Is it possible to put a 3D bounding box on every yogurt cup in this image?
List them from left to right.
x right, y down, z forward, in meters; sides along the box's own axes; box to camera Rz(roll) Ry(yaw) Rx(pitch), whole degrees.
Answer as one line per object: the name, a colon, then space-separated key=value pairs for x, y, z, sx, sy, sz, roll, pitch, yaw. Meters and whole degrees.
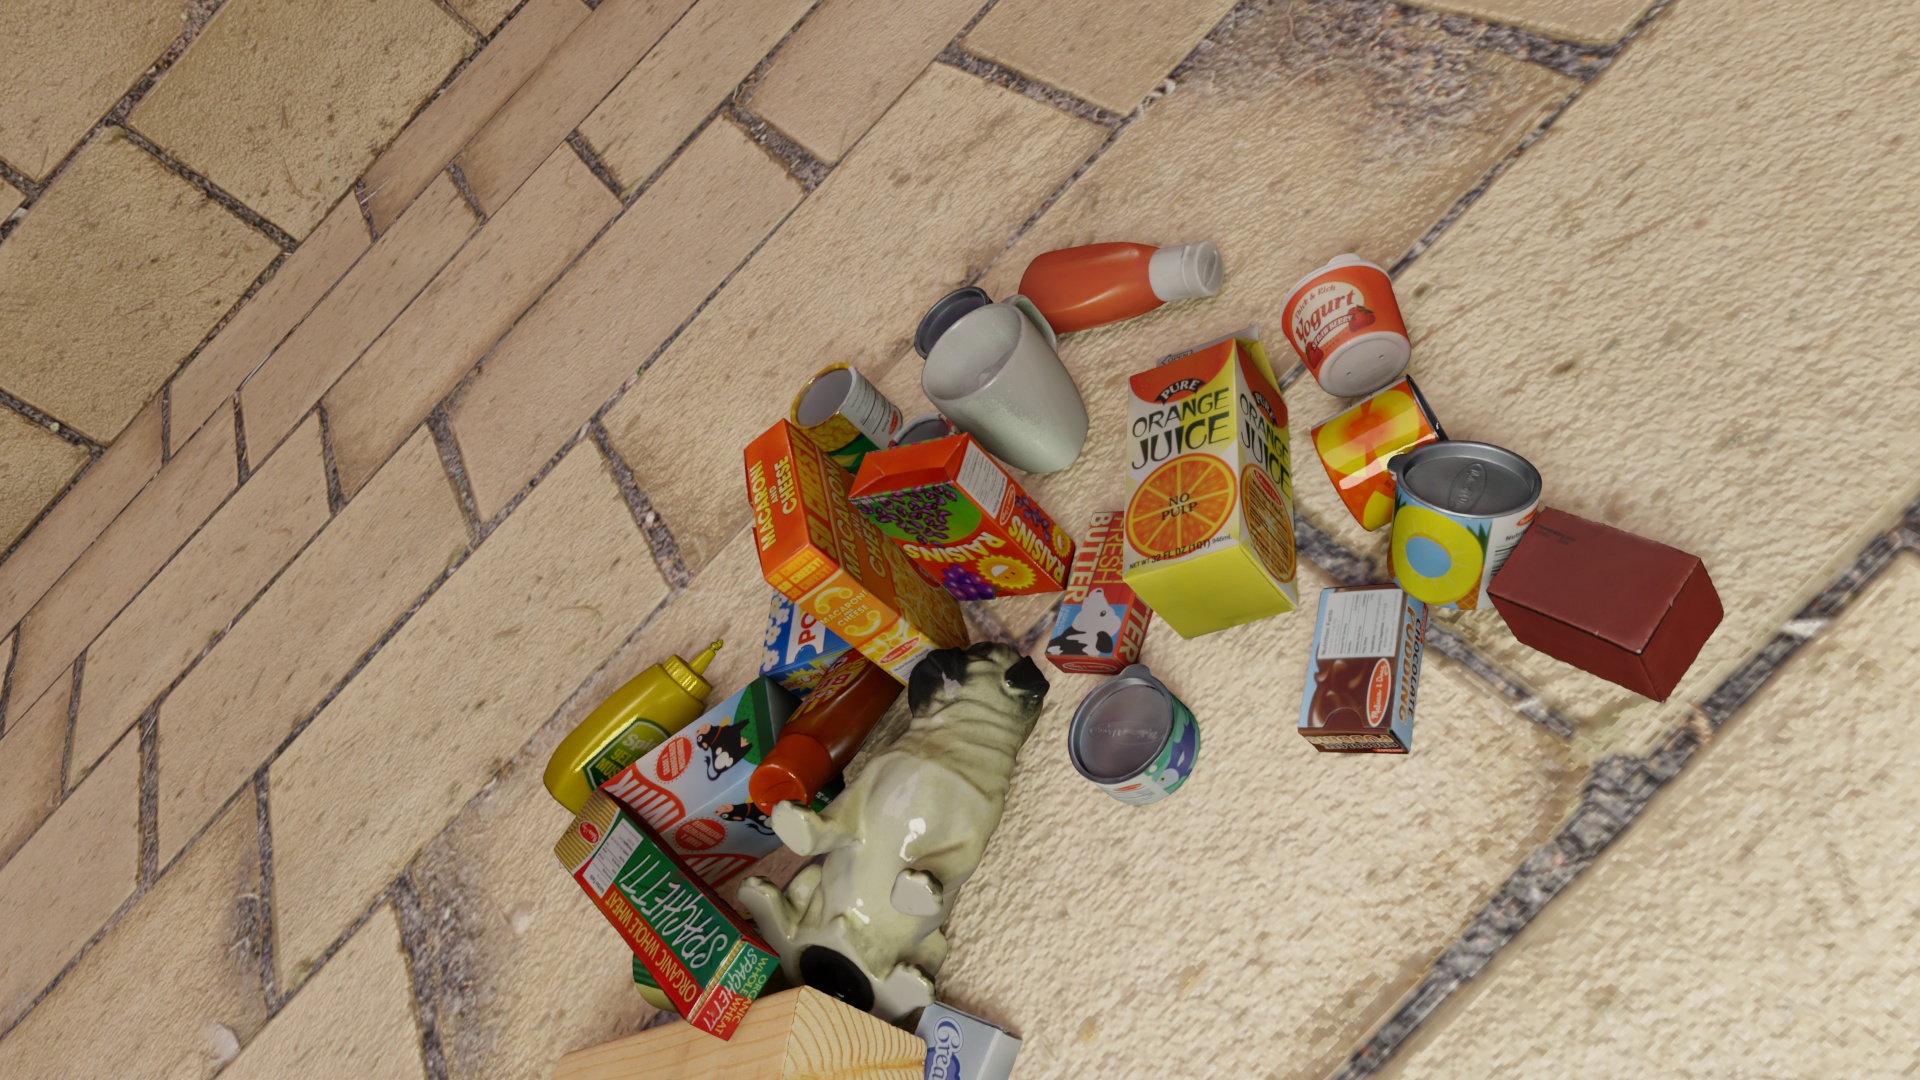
yogurt cup: x=0.225 y=-0.120 z=0.803 sx=0.072 sy=0.072 sz=0.054 roll=-30 pitch=51 yaw=21

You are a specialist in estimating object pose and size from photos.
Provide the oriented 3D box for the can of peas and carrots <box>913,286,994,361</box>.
can of peas and carrots: x=0.010 y=-0.141 z=1.017 sx=0.071 sy=0.058 sz=0.071 roll=-24 pitch=46 yaw=27

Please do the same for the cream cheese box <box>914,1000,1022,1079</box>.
cream cheese box: x=-0.012 y=0.292 z=0.706 sx=0.053 sy=0.024 sz=0.104 roll=5 pitch=62 yaw=44

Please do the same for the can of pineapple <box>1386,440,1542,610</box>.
can of pineapple: x=0.242 y=-0.008 z=0.677 sx=0.071 sy=0.057 sz=0.071 roll=-3 pitch=35 yaw=2

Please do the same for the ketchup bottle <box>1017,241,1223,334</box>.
ketchup bottle: x=0.110 y=-0.181 z=0.971 sx=0.148 sy=0.043 sz=0.065 roll=-1 pitch=59 yaw=42

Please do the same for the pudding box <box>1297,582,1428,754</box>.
pudding box: x=0.202 y=0.064 z=0.696 sx=0.049 sy=0.030 sz=0.084 roll=-6 pitch=55 yaw=38

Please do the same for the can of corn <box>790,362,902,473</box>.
can of corn: x=-0.090 y=-0.094 z=1.069 sx=0.071 sy=0.058 sz=0.071 roll=-24 pitch=45 yaw=26

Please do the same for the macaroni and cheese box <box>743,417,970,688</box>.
macaroni and cheese box: x=-0.062 y=0.016 z=0.868 sx=0.040 sy=0.166 sz=0.124 roll=-36 pitch=40 yaw=16

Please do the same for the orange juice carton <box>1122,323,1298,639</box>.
orange juice carton: x=0.144 y=-0.046 z=0.806 sx=0.071 sy=0.073 sz=0.194 roll=-19 pitch=47 yaw=31

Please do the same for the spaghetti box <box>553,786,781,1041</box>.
spaghetti box: x=-0.171 y=0.200 z=0.776 sx=0.050 sy=0.028 sz=0.250 roll=-56 pitch=31 yaw=-11

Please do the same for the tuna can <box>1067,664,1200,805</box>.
tuna can: x=0.095 y=0.106 z=0.756 sx=0.071 sy=0.032 sz=0.071 roll=-24 pitch=45 yaw=26

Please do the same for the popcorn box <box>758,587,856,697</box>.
popcorn box: x=-0.091 y=0.041 z=0.974 sx=0.085 sy=0.038 sz=0.127 roll=-20 pitch=46 yaw=28

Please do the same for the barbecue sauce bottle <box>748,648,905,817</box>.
barbecue sauce bottle: x=-0.081 y=0.115 z=0.844 sx=0.064 sy=0.043 sz=0.149 roll=-31 pitch=9 yaw=26

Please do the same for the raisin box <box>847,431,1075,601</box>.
raisin box: x=0.003 y=-0.011 z=0.865 sx=0.086 sy=0.123 sz=0.040 roll=-9 pitch=52 yaw=38

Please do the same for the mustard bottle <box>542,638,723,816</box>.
mustard bottle: x=-0.228 y=0.131 z=1.006 sx=0.160 sy=0.065 sz=0.049 roll=-48 pitch=35 yaw=-7

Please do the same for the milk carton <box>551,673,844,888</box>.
milk carton: x=-0.174 y=0.177 z=0.909 sx=0.190 sy=0.072 sz=0.074 roll=-35 pitch=41 yaw=15

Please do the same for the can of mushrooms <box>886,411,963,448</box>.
can of mushrooms: x=-0.022 y=-0.056 z=0.996 sx=0.071 sy=0.033 sz=0.071 roll=-24 pitch=45 yaw=26

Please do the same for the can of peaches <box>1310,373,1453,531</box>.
can of peaches: x=0.227 y=-0.044 z=0.734 sx=0.058 sy=0.071 sz=0.071 roll=-29 pitch=43 yaw=22

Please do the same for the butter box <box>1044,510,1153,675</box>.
butter box: x=0.091 y=0.030 z=0.829 sx=0.053 sy=0.024 sz=0.104 roll=-2 pitch=57 yaw=42

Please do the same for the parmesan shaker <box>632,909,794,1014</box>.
parmesan shaker: x=-0.139 y=0.250 z=0.818 sx=0.103 sy=0.071 sz=0.071 roll=-3 pitch=57 yaw=41
